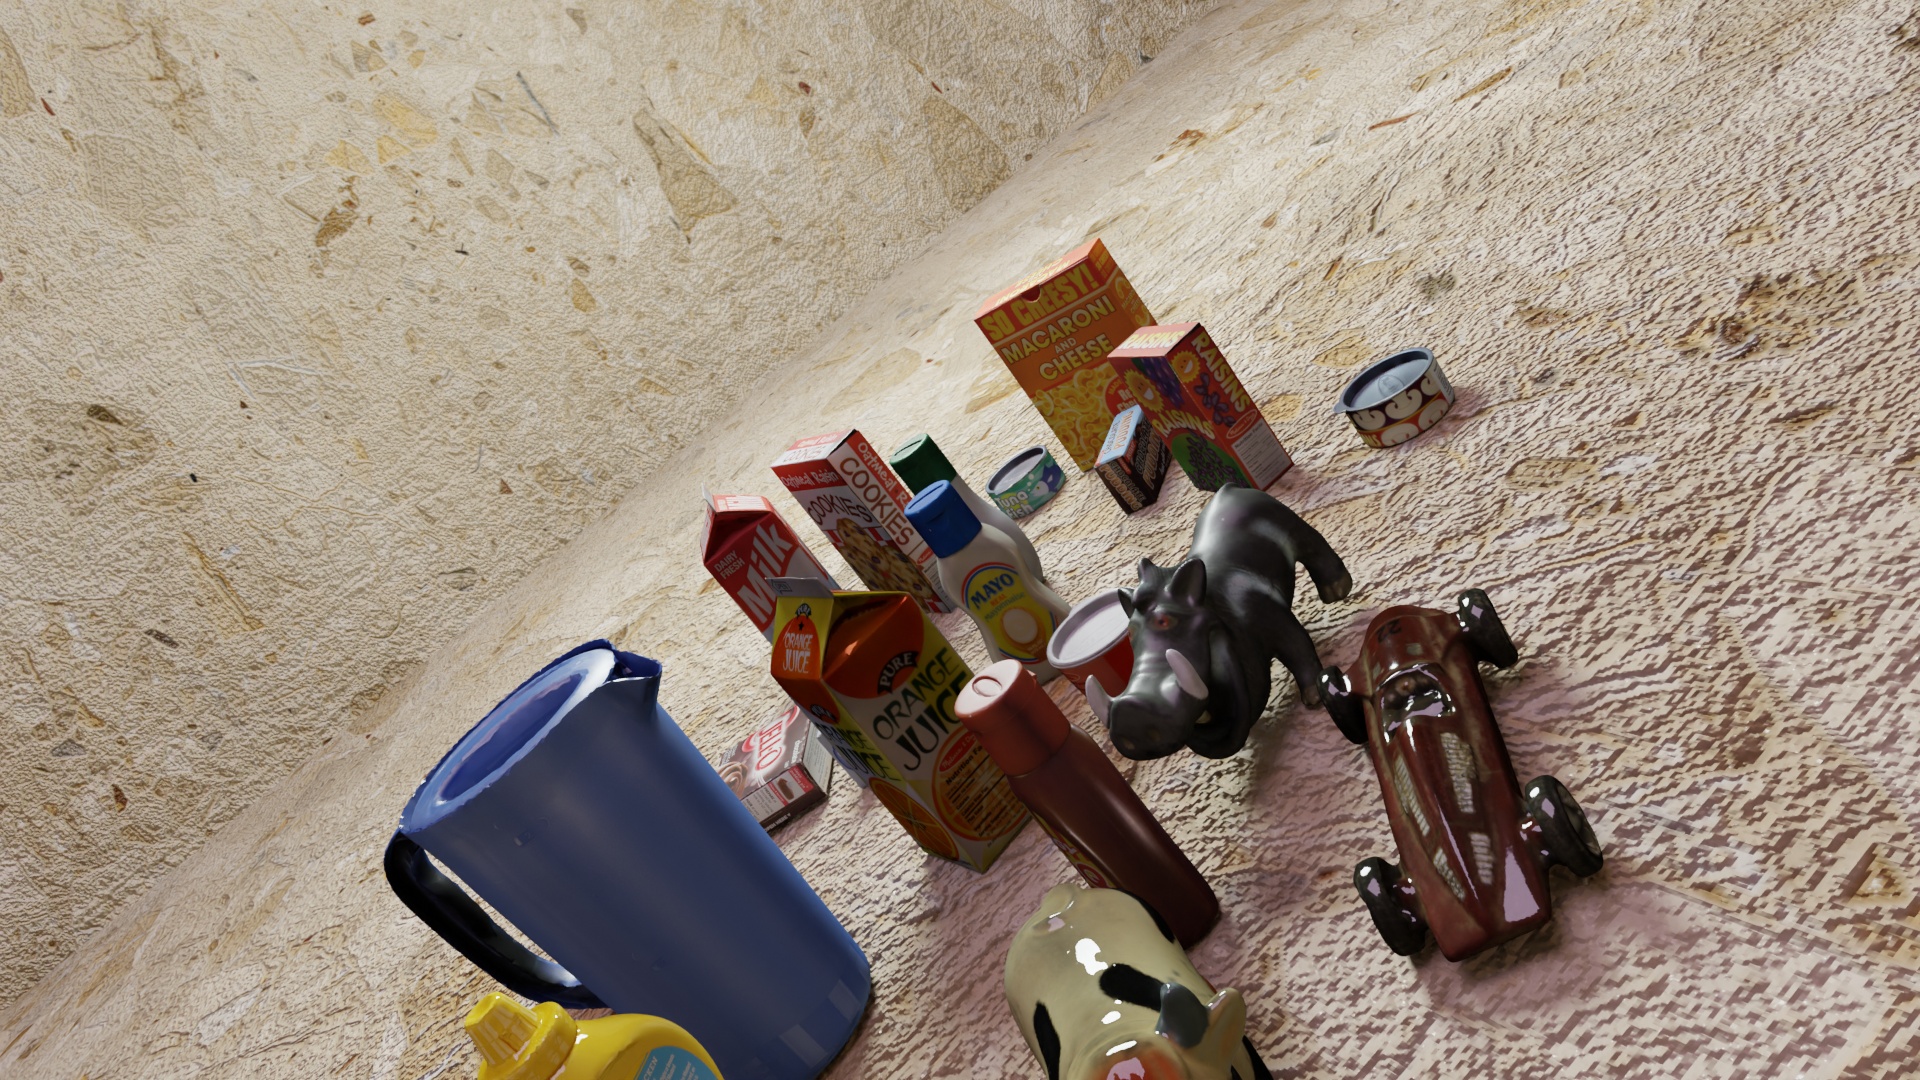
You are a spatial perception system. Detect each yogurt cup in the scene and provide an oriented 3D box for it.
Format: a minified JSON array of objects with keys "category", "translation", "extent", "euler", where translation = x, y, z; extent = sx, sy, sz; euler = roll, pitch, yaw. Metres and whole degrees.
[{"category":"yogurt cup","translation":[0.093,0.069,0.823],"extent":[0.072,0.054,0.073],"euler":[-33,18,13]}]

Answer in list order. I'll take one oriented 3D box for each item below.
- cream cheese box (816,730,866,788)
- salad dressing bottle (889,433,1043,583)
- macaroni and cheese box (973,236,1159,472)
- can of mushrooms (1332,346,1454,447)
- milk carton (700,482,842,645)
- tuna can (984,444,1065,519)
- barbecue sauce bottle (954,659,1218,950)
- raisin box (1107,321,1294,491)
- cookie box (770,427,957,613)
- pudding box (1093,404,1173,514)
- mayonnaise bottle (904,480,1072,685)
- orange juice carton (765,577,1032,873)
[{"category":"cream cheese box","translation":[-0.072,0.126,0.994],"extent":[0.024,0.053,0.104],"euler":[-33,19,16]},{"category":"salad dressing bottle","translation":[0.004,-0.013,1.041],"extent":[0.064,0.147,0.044],"euler":[-25,22,36]},{"category":"macaroni and cheese box","translation":[0.108,-0.150,1.150],"extent":[0.123,0.166,0.040],"euler":[-24,22,37]},{"category":"can of mushrooms","translation":[0.280,-0.091,0.898],"extent":[0.071,0.033,0.071],"euler":[-33,18,13]},{"category":"milk carton","translation":[-0.155,0.031,1.163],"extent":[0.073,0.190,0.072],"euler":[-39,18,-3]},{"category":"tuna can","translation":[0.056,-0.050,1.218],"extent":[0.071,0.032,0.071],"euler":[-33,18,13]},{"category":"barbecue sauce bottle","translation":[0.055,0.118,0.622],"extent":[0.044,0.148,0.065],"euler":[-41,18,-11]},{"category":"raisin box","translation":[0.166,-0.092,0.967],"extent":[0.040,0.123,0.086],"euler":[-42,18,-12]},{"category":"cookie box","translation":[-0.073,-0.015,1.158],"extent":[0.040,0.167,0.123],"euler":[-45,19,-22]},{"category":"pudding box","translation":[0.135,-0.065,1.078],"extent":[0.030,0.049,0.084],"euler":[-26,21,33]},{"category":"mayonnaise bottle","translation":[0.020,0.028,0.909],"extent":[0.064,0.148,0.041],"euler":[-35,18,8]},{"category":"orange juice carton","translation":[-0.037,0.092,0.787],"extent":[0.073,0.192,0.071],"euler":[-45,19,-23]}]
